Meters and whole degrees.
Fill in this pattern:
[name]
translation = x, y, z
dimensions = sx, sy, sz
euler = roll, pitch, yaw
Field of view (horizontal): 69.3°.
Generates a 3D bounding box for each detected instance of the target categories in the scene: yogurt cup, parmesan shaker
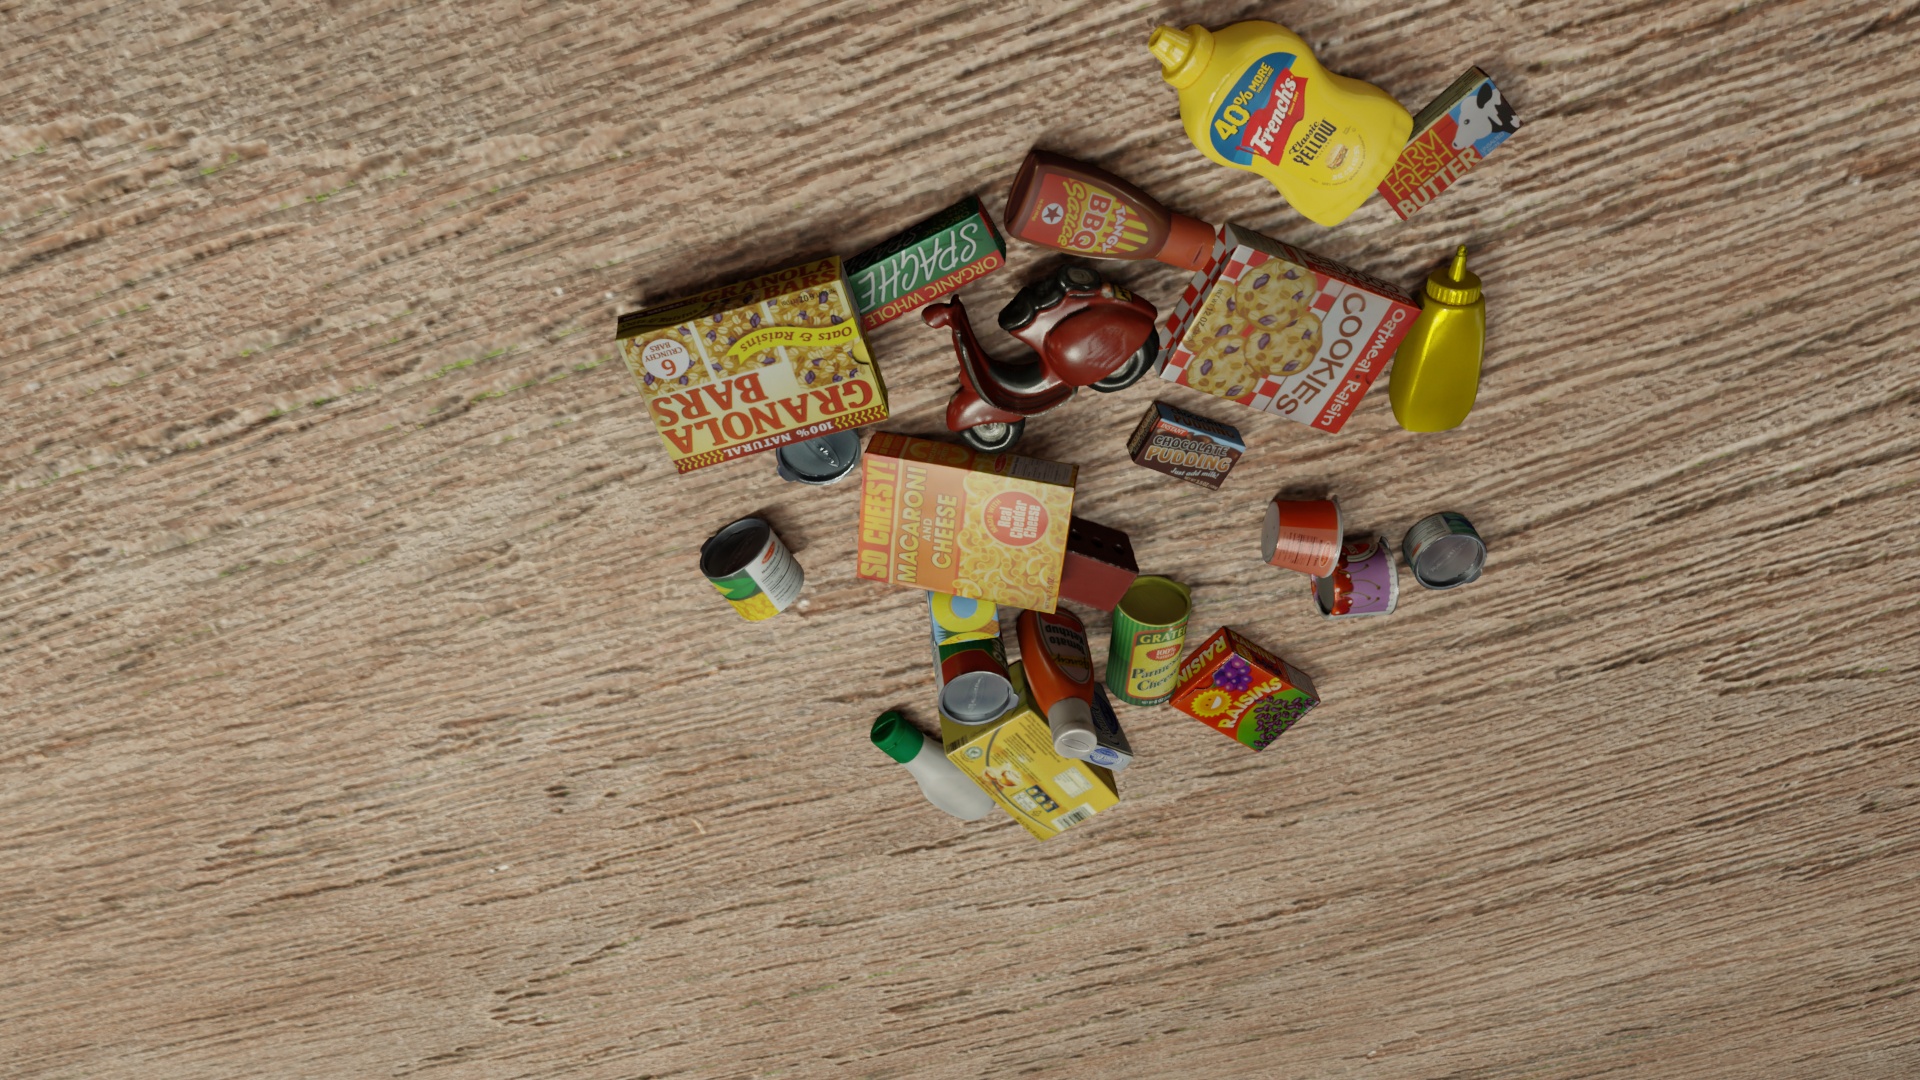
[yogurt cup]
translation = 0.291, -0.004, 1.189
dimensions = 0.054, 0.073, 0.072
euler = 6, 128, -3
[parmesan shaker]
translation = 0.170, 0.091, 1.246
dimensions = 0.071, 0.071, 0.102
euler = -3, 129, -6

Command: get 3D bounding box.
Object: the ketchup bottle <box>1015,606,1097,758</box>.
[ketchup bottle]
translation = 0.088, 0.122, 1.204
dimensions = 0.065, 0.149, 0.043
euler = 20, 125, -22

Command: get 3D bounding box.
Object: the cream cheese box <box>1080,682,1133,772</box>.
[cream cheese box]
translation = 0.118, 0.163, 1.271
dimensions = 0.053, 0.104, 0.024
euler = 23, 115, -26

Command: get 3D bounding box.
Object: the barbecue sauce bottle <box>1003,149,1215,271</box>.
[barbecue sauce bottle]
translation = 0.109, -0.229, 0.992
dimensions = 0.149, 0.044, 0.064
euler = 12, 125, -18

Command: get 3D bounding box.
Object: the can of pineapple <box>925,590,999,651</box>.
[can of pineapple]
translation = 0.001, 0.056, 1.189
dimensions = 0.058, 0.071, 0.070
euler = -8, 129, -2

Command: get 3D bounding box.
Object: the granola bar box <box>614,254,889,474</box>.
[granola bar box]
translation = -0.147, -0.124, 1.002
dimensions = 0.165, 0.039, 0.123
euler = -15, 130, 4

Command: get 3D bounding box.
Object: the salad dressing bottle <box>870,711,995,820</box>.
[salad dressing bottle]
translation = -0.025, 0.215, 1.331
dimensions = 0.064, 0.044, 0.147
euler = -34, 125, 21

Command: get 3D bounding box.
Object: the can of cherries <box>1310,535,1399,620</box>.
[can of cherries]
translation = 0.347, 0.033, 1.228
dimensions = 0.058, 0.072, 0.071
euler = -5, 129, -3

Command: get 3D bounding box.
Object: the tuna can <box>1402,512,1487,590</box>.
[tuna can]
translation = 0.434, 0.010, 1.242
dimensions = 0.071, 0.033, 0.070
euler = -4, 129, -5

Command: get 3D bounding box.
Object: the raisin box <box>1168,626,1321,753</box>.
[raisin box]
translation = 0.267, 0.144, 1.320
dimensions = 0.123, 0.040, 0.085
euler = 30, 120, -27

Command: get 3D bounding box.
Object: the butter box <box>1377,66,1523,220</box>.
[butter box]
translation = 0.344, -0.283, 0.996
dimensions = 0.103, 0.024, 0.053
euler = -40, 123, 22

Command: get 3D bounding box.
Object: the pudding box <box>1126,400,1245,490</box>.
[pudding box]
translation = 0.184, -0.077, 1.134
dimensions = 0.084, 0.030, 0.049
euler = 17, 123, -21

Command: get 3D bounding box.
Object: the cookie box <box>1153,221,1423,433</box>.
[cookie box]
translation = 0.250, -0.159, 1.071
dimensions = 0.167, 0.040, 0.122
euler = 15, 125, -20

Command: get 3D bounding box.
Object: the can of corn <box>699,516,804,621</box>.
[can of corn]
translation = -0.172, 0.024, 1.140
dimensions = 0.071, 0.071, 0.058
euler = -25, 128, 11

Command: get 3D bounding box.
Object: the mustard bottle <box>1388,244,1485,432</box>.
[mustard bottle]
translation = 0.378, -0.161, 1.085
dimensions = 0.065, 0.049, 0.159
euler = -5, 128, -5

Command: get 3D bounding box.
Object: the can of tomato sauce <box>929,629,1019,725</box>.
[can of tomato sauce]
translation = 0.011, 0.110, 1.225
dimensions = 0.071, 0.083, 0.070
euler = -4, 129, -5

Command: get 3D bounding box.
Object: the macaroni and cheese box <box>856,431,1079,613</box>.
[macaroni and cheese box]
translation = 0.004, -0.014, 1.119
dimensions = 0.166, 0.040, 0.123
euler = 10, 123, 6

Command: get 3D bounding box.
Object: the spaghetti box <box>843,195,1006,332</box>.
[spaghetti box]
translation = -0.087, -0.174, 1.016
dimensions = 0.250, 0.029, 0.050
euler = -24, 129, 11

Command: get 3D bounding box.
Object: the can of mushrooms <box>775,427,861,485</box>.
[can of mushrooms]
translation = -0.114, -0.077, 1.087
dimensions = 0.071, 0.033, 0.070
euler = -5, 130, -6
